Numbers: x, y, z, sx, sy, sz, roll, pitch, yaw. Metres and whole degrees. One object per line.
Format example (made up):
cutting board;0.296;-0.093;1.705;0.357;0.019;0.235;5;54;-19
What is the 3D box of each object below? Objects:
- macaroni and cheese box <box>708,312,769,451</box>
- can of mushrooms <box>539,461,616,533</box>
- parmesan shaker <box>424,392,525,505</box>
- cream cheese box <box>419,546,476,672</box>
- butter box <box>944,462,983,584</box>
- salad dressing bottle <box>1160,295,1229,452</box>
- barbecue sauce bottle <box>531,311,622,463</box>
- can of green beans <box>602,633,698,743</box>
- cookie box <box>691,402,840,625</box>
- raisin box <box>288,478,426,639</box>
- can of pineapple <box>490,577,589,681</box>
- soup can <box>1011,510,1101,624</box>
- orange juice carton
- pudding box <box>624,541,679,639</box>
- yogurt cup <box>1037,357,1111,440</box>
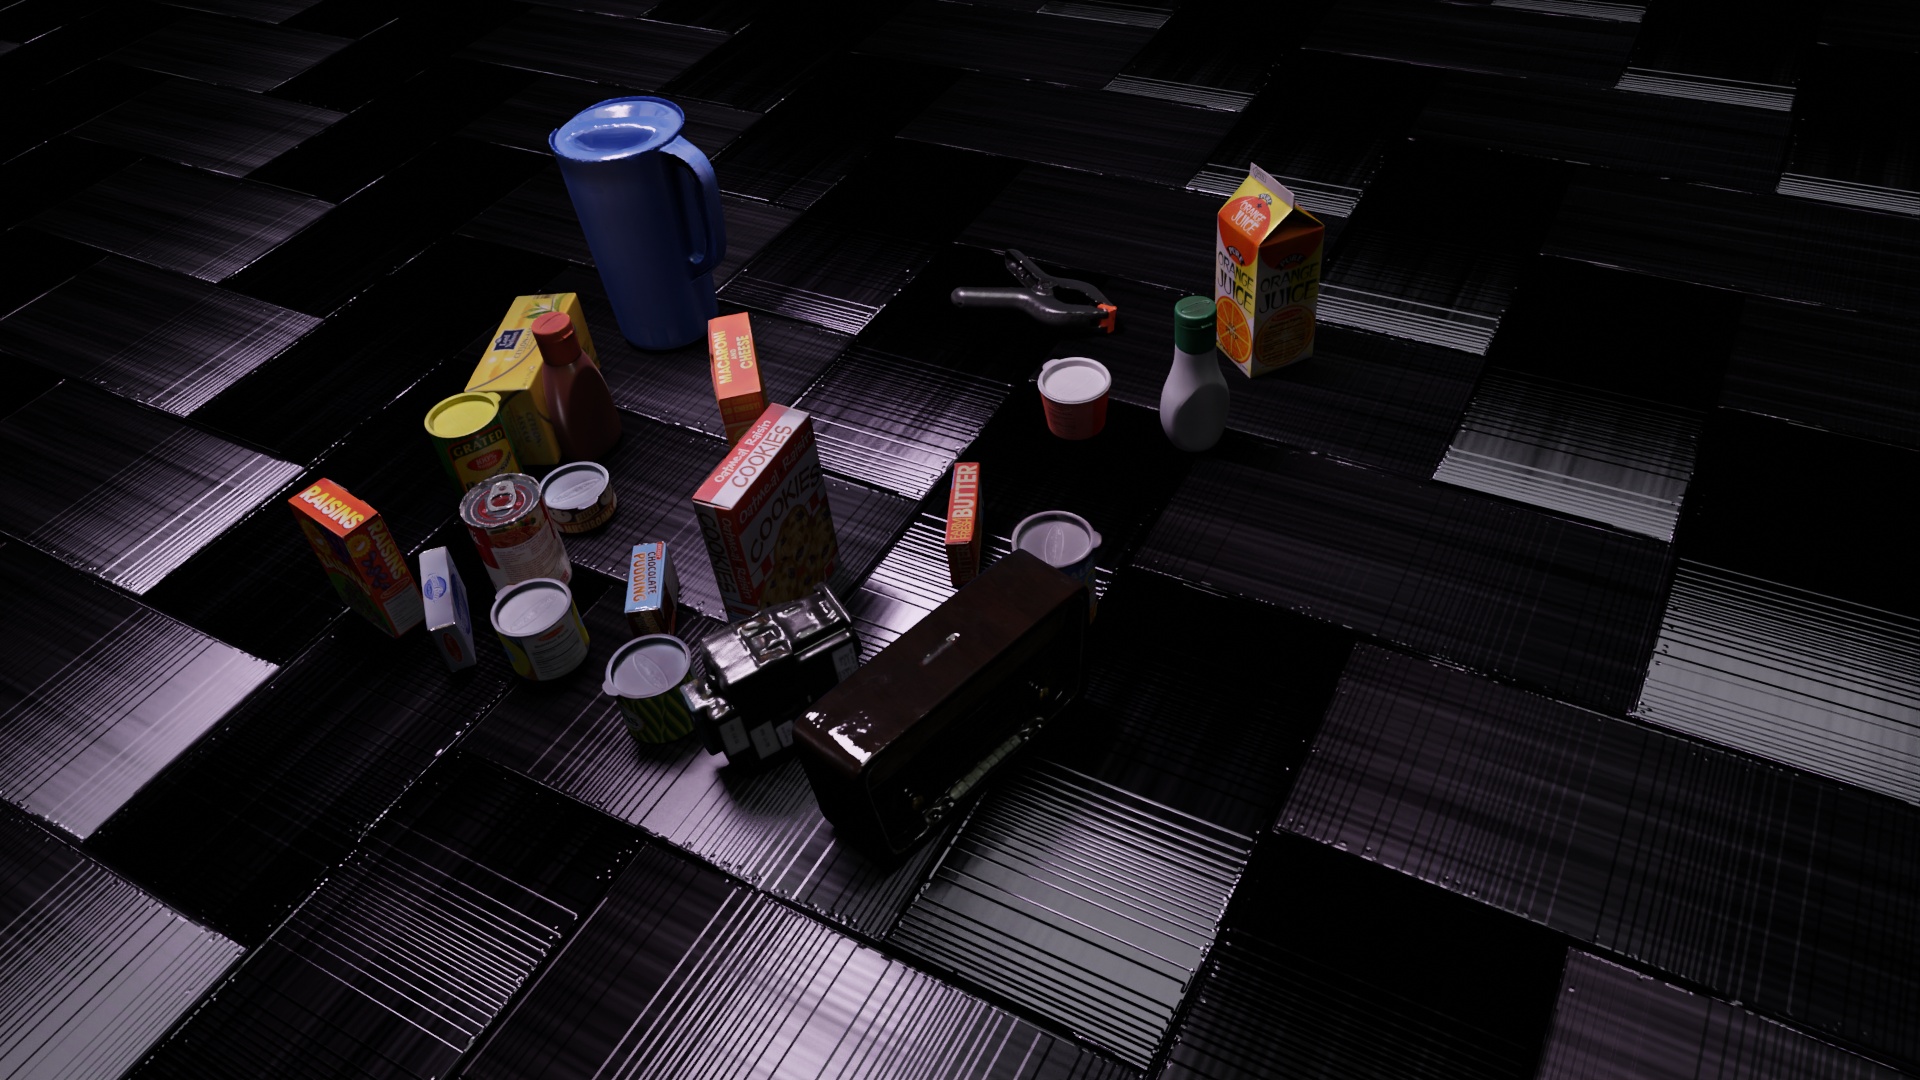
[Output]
macaroni and cheese box;-0.186;-0.098;1.231;0.040;0.165;0.124;-12;43;-5
can of mushrooms;-0.354;-0.039;1.287;0.071;0.033;0.071;-4;43;4
parmesan shaker;-0.445;-0.079;1.292;0.071;0.102;0.072;-4;43;4
cream cheese box;-0.436;0.058;1.181;0.024;0.053;0.104;-18;44;-11
butter box;0.004;-0.015;1.199;0.024;0.052;0.104;-1;43;7
salad dressing bottle;0.210;-0.148;1.244;0.064;0.146;0.044;-20;44;-14
barbecue sauce bottle;-0.368;-0.146;1.321;0.044;0.147;0.065;18;49;25
can of green beans;-0.237;0.116;1.087;0.071;0.057;0.071;-4;43;4
cookie box;-0.154;-0.008;1.129;0.040;0.166;0.123;13;46;21
raisin box;-0.511;0.016;1.185;0.086;0.122;0.040;26;52;31
can of pineapple;-0.347;0.073;1.149;0.071;0.057;0.071;-4;43;4
soup can;0.079;0.029;1.119;0.071;0.083;0.072;-4;43;4
orange juice carton;0.291;-0.258;1.318;0.073;0.191;0.072;-20;44;-13
pudding box;-0.259;0.047;1.171;0.030;0.049;0.084;-8;43;0
yogurt cup;0.108;-0.131;1.309;0.072;0.053;0.073;-4;43;4
